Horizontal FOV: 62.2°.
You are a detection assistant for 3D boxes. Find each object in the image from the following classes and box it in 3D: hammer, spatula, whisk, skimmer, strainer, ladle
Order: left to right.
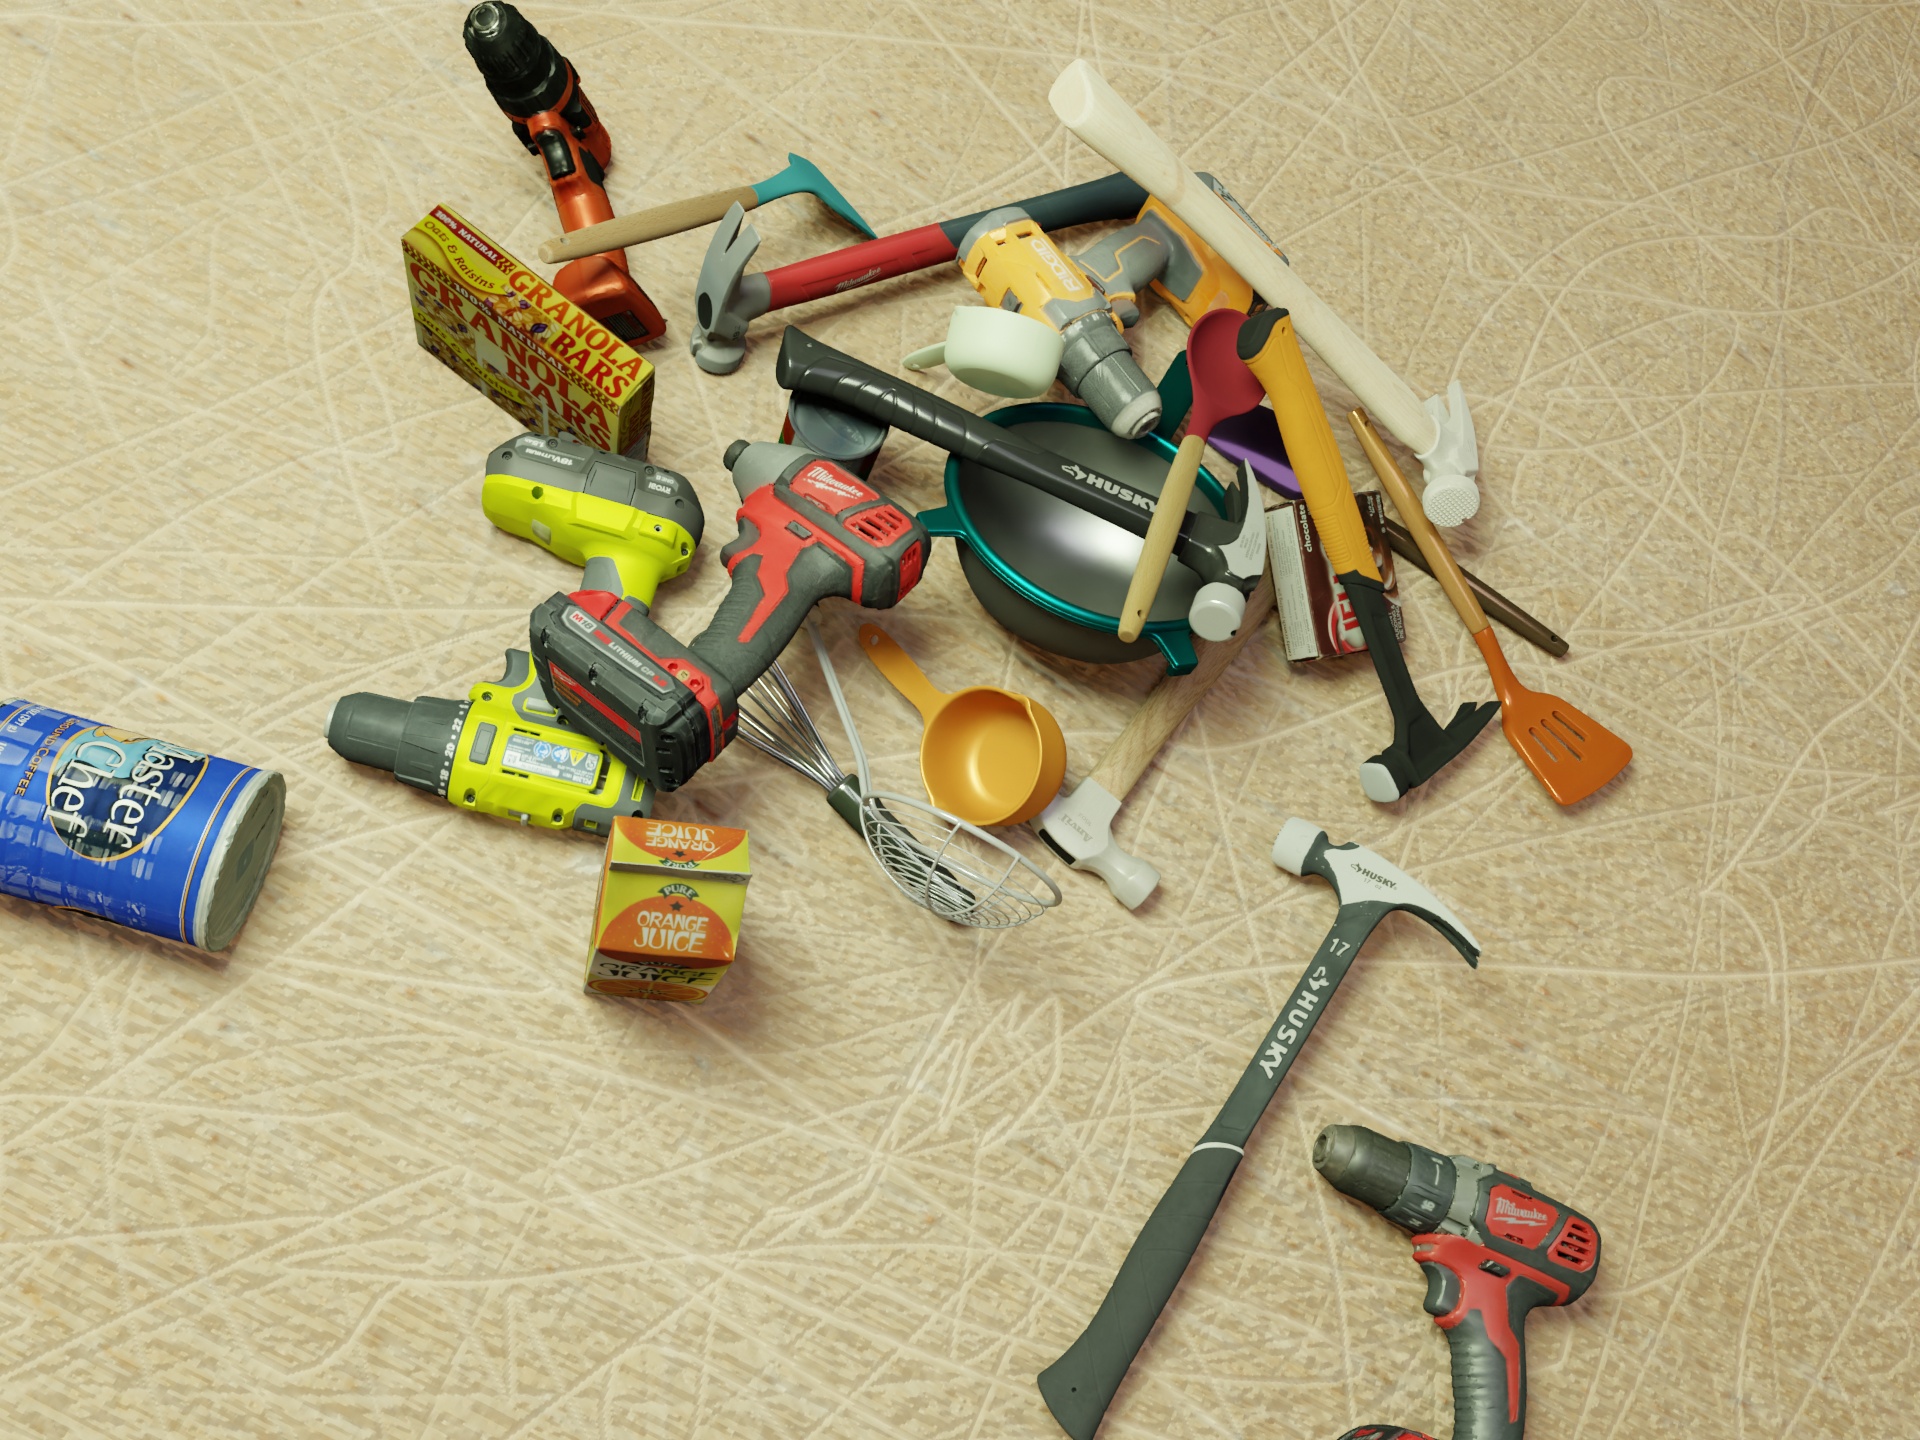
[{"bbox_3d":[-0.158,-0.328,1.040,0.082,0.044,0.317,50,43,4],"label":"spatula"},{"bbox_3d":[-0.080,0.036,0.997,0.246,0.058,0.059,45,100,-1],"label":"whisk"},{"bbox_3d":[-0.049,-0.029,0.978,0.090,0.127,0.364,-26,62,3],"label":"skimmer"},{"bbox_3d":[-0.005,-0.346,1.114,0.386,0.143,0.038,-24,77,-26],"label":"hammer"},{"bbox_3d":[0.037,-0.169,1.001,0.335,0.035,0.146,25,47,0],"label":"hammer"},{"bbox_3d":[0.103,-0.147,1.099,0.211,0.095,0.340,28,45,4],"label":"strainer"},{"bbox_3d":[0.141,-0.156,0.987,0.069,0.031,0.316,38,47,-16],"label":"ladle"},{"bbox_3d":[0.157,-0.033,1.093,0.130,0.031,0.331,39,65,1],"label":"hammer"},{"bbox_3d":[0.172,0.250,0.972,0.149,0.036,0.409,26,68,25],"label":"hammer"},{"bbox_3d":[0.218,-0.302,1.090,0.410,0.038,0.146,36,41,-24],"label":"hammer"},{"bbox_3d":[0.268,-0.119,1.074,0.127,0.034,0.336,-33,107,-29],"label":"hammer"},{"bbox_3d":[0.320,-0.141,1.184,0.316,0.018,0.060,35,70,0],"label":"spatula"},{"bbox_3d":[0.371,-0.089,1.153,0.081,0.041,0.322,-30,89,-22],"label":"spatula"}]

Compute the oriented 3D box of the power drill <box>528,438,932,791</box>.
[{"bbox_3d":[-0.135,-0.076,0.919,0.143,0.078,0.220,36,61,16],"label":"power drill"}]

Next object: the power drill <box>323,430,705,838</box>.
[{"bbox_3d":[-0.260,-0.052,0.962,0.190,0.080,0.229,15,70,-11],"label":"power drill"}]

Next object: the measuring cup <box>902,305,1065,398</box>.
[{"bbox_3d":[0.003,-0.236,1.063,0.083,0.168,0.038,18,83,-32],"label":"measuring cup"}]

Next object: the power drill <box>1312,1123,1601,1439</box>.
[{"bbox_3d":[0.280,0.368,0.958,0.188,0.080,0.227,25,63,-5],"label":"power drill"}]

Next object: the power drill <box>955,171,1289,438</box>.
[{"bbox_3d":[0.131,-0.294,1.124,0.226,0.084,0.185,-25,71,-35],"label":"power drill"}]

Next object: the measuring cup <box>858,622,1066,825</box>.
[{"bbox_3d":[-0.002,-0.003,1.026,0.095,0.052,0.174,-51,61,15],"label":"measuring cup"}]
